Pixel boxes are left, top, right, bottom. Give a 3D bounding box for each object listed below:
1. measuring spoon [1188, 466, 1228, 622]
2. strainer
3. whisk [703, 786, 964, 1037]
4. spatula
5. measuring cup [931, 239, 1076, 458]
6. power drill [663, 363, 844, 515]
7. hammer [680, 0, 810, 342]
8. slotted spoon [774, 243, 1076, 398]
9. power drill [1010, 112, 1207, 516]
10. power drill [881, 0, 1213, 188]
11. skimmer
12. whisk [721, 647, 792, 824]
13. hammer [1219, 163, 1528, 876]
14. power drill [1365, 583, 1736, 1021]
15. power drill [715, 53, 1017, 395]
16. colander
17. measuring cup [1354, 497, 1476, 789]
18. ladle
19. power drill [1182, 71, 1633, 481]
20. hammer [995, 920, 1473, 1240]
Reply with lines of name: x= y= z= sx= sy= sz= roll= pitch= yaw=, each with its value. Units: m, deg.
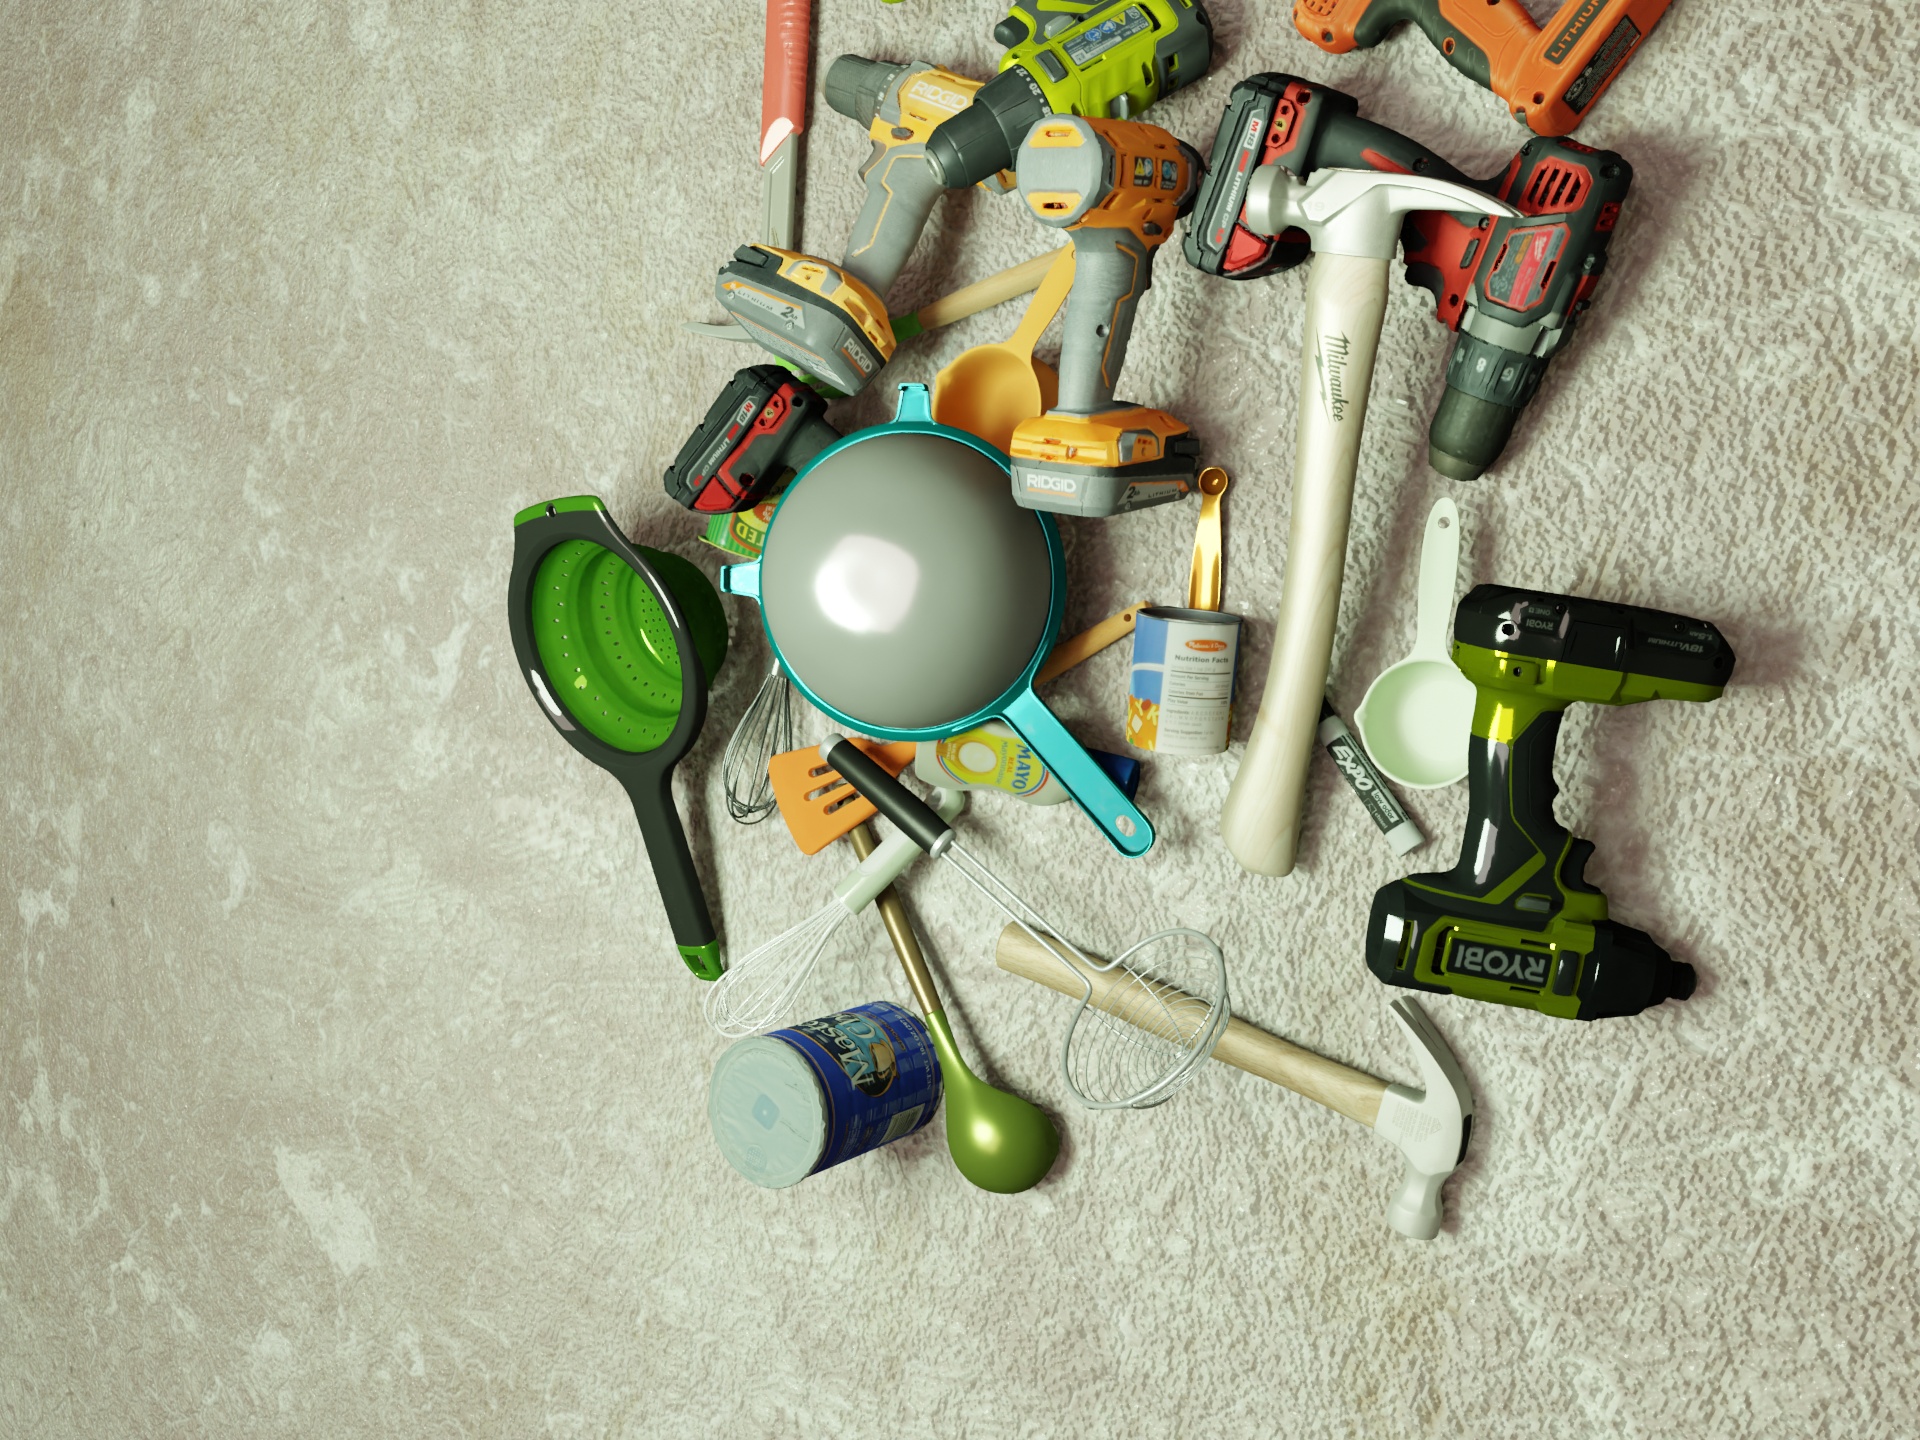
measuring spoon: x=0.160 y=-0.104 z=1.020 sx=0.021 sy=0.011 sz=0.117 roll=7 pitch=99 yaw=29
strainer: x=-0.002 y=-0.041 z=1.001 sx=0.211 sy=0.095 sz=0.340 roll=-43 pitch=82 yaw=13
whisk: x=-0.088 y=0.134 z=1.130 sx=0.246 sy=0.059 sz=0.058 roll=-45 pitch=34 yaw=1
spatula: x=-0.002 y=-0.004 z=1.112 sx=0.322 sy=0.041 sz=0.081 roll=-30 pitch=76 yaw=30
measuring cup: x=0.051 y=-0.241 z=1.063 sx=0.095 sy=0.052 sz=0.173 roll=41 pitch=111 yaw=26
power drill: x=-0.089 y=-0.134 z=1.109 sx=0.219 sy=0.078 sz=0.143 roll=39 pitch=106 yaw=2
hammer: x=-0.140 y=-0.467 z=1.193 sx=0.149 sy=0.036 sz=0.359 roll=6 pitch=96 yaw=34
slotted spoon: x=-0.006 y=-0.289 z=1.107 sx=0.314 sy=0.031 sz=0.070 roll=-14 pitch=124 yaw=30
power drill: x=0.101 y=-0.249 z=0.979 sx=0.084 sy=0.164 sz=0.226 roll=14 pitch=112 yaw=36
power drill: x=0.025 y=-0.453 z=1.018 sx=0.190 sy=0.080 sz=0.229 roll=-30 pitch=69 yaw=-4
skimmer: x=0.022 y=0.108 z=1.030 sx=0.364 sy=0.090 sz=0.127 roll=39 pitch=87 yaw=27
whisk: x=-0.134 y=-0.035 z=1.202 sx=0.055 sy=0.055 sz=0.239 roll=21 pitch=98 yaw=32
hammer: x=0.213 y=-0.099 z=0.913 sx=0.146 sy=0.038 sz=0.410 roll=15 pitch=112 yaw=29
power drill: x=0.325 y=0.047 z=0.854 sx=0.171 sy=0.080 sz=0.223 roll=9 pitch=100 yaw=4
power drill: x=-0.072 y=-0.356 z=1.094 sx=0.185 sy=0.084 sz=0.226 roll=33 pitch=86 yaw=30
colander: x=-0.228 y=0.010 z=1.250 sx=0.204 sy=0.094 sz=0.397 roll=-3 pitch=108 yaw=39
measuring cup: x=0.279 y=-0.044 z=0.923 sx=0.083 sy=0.038 sz=0.167 roll=6 pitch=93 yaw=34
ladle: x=-0.021 y=0.185 z=1.139 sx=0.078 sy=0.062 sz=0.320 roll=-38 pitch=64 yaw=30
power drill: x=0.245 y=-0.258 z=0.912 sx=0.227 sy=0.080 sz=0.187 roll=31 pitch=120 yaw=27
hammer: x=0.163 y=0.197 z=1.013 sx=0.331 sy=0.031 sz=0.130 roll=20 pitch=103 yaw=32
